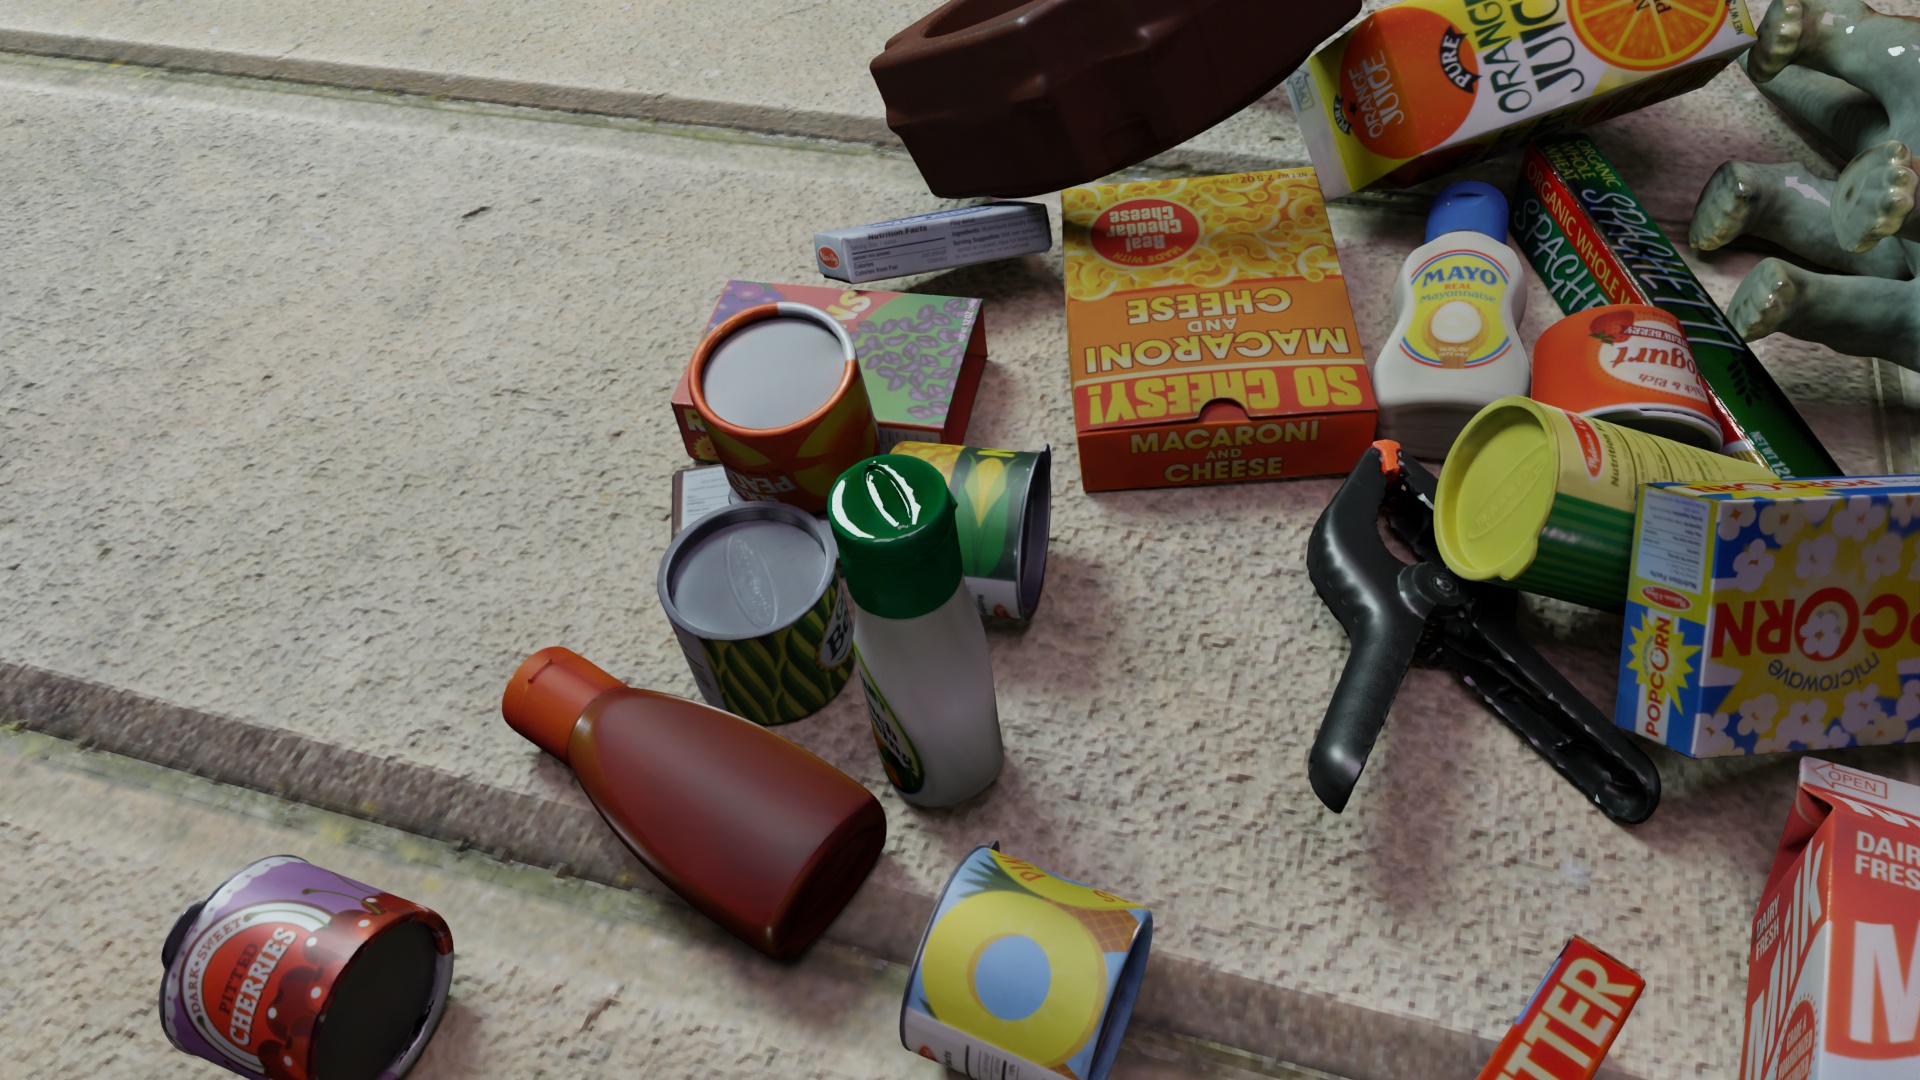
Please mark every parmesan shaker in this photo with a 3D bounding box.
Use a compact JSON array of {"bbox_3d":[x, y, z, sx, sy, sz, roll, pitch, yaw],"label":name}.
[{"bbox_3d":[0.233,-0.005,0.495,0.103,0.071,0.072,13,48,-14],"label":"parmesan shaker"}]

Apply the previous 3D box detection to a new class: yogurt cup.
[{"bbox_3d":[0.253,-0.054,0.537,0.072,0.072,0.054,1,64,8],"label":"yogurt cup"}]

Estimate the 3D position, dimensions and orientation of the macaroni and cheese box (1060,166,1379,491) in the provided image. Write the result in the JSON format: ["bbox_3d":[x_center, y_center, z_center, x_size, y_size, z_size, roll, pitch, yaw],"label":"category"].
[{"bbox_3d":[0.110,-0.100,0.627,0.124,0.040,0.167,-4,49,5],"label":"macaroni and cheese box"}]

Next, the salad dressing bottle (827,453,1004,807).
[{"bbox_3d":[-0.014,0.033,0.460,0.044,0.147,0.064,-22,51,-11],"label":"salad dressing bottle"}]

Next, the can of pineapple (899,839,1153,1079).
[{"bbox_3d":[0.022,0.132,0.425,0.058,0.070,0.071,17,54,19],"label":"can of pineapple"}]

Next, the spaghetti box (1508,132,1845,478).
[{"bbox_3d":[0.295,-0.083,0.585,0.029,0.050,0.251,-8,49,-3],"label":"spaghetti box"}]

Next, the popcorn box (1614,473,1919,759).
[{"bbox_3d":[0.286,0.023,0.457,0.127,0.085,0.038,-2,11,-12],"label":"popcorn box"}]

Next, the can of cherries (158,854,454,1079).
[{"bbox_3d":[-0.207,0.141,0.442,0.058,0.071,0.072,14,53,17],"label":"can of cherries"}]

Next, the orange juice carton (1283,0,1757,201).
[{"bbox_3d":[0.255,-0.224,0.656,0.192,0.073,0.072,-17,88,10],"label":"orange juice carton"}]

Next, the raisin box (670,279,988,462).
[{"bbox_3d":[-0.056,-0.073,0.626,0.123,0.039,0.086,6,52,10],"label":"raisin box"}]

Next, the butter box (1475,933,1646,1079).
[{"bbox_3d":[0.154,0.165,0.391,0.024,0.052,0.104,31,60,31],"label":"butter box"}]

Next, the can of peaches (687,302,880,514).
[{"bbox_3d":[-0.070,-0.050,0.549,0.071,0.057,0.071,-3,59,5],"label":"can of peaches"}]

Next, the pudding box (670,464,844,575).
[{"bbox_3d":[-0.077,-0.008,0.579,0.084,0.030,0.050,-9,49,-1],"label":"pudding box"}]

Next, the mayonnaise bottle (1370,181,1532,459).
[{"bbox_3d":[0.220,-0.101,0.614,0.065,0.041,0.149,4,51,21],"label":"mayonnaise bottle"}]

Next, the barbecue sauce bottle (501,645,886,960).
[{"bbox_3d":[-0.101,0.085,0.495,0.149,0.043,0.065,26,57,26],"label":"barbecue sauce bottle"}]

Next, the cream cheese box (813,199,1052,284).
[{"bbox_3d":[-0.013,-0.143,0.666,0.104,0.024,0.053,-13,19,-17],"label":"cream cheese box"}]

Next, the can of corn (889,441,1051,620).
[{"bbox_3d":[0.002,-0.007,0.544,0.058,0.070,0.071,6,51,12],"label":"can of corn"}]

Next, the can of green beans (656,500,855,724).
[{"bbox_3d":[-0.076,0.028,0.530,0.071,0.057,0.071,-3,50,4],"label":"can of green beans"}]

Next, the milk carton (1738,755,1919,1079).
[{"bbox_3d":[0.263,0.146,0.381,0.072,0.073,0.191,16,53,20],"label":"milk carton"}]
